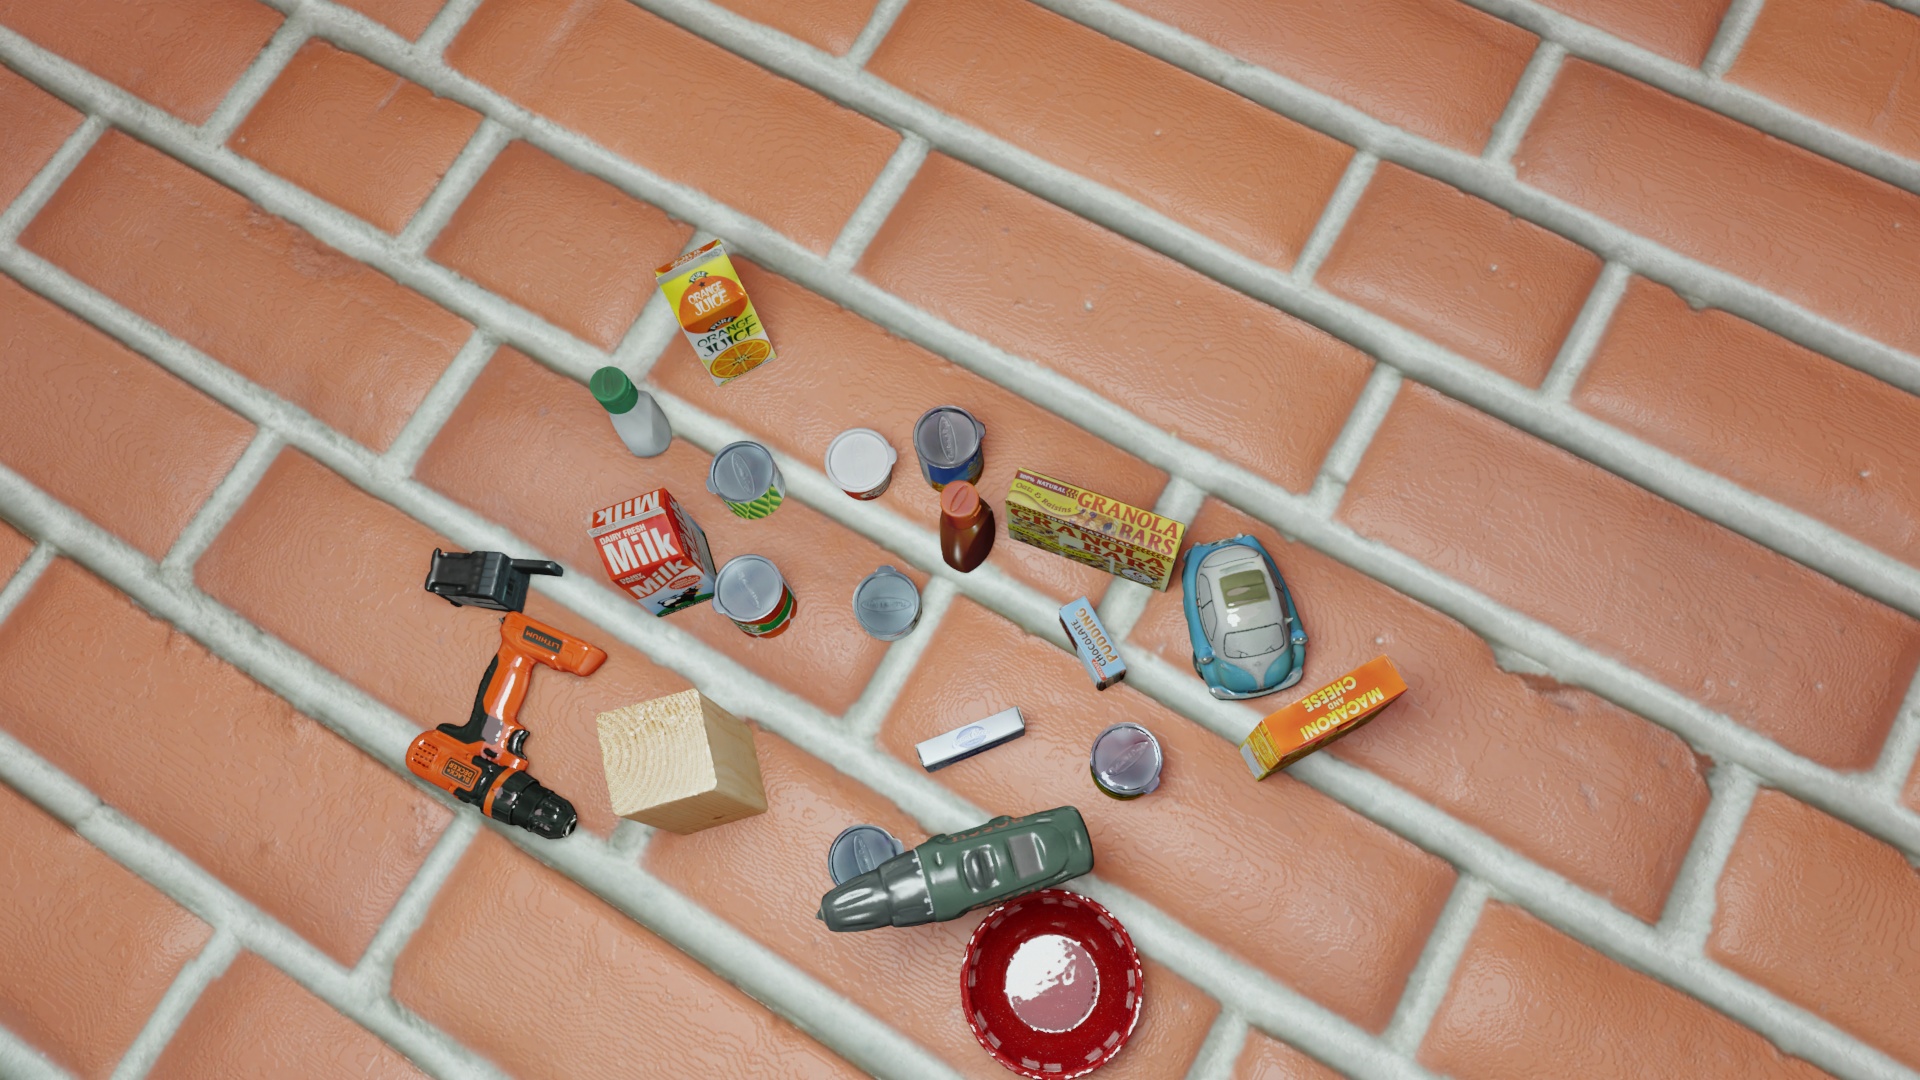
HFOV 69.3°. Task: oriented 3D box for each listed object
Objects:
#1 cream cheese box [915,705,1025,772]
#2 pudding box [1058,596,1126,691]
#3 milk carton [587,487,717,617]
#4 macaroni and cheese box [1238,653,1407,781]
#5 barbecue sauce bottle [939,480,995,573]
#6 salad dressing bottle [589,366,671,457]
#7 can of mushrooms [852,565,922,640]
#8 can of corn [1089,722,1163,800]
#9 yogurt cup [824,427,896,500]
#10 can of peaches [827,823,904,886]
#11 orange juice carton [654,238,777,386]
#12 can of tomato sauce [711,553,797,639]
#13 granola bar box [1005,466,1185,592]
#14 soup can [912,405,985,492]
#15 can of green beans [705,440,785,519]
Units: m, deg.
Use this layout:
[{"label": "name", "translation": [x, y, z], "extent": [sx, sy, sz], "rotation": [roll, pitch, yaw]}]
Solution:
[{"label": "cream cheese box", "translation": [0.011, 0.189, 1.313], "extent": [0.104, 0.053, 0.024], "rotation": [-21, 73, -3]}, {"label": "pudding box", "translation": [0.126, 0.099, 1.335], "extent": [0.030, 0.049, 0.084], "rotation": [-28, 73, -4]}, {"label": "milk carton", "translation": [-0.290, 0.008, 1.319], "extent": [0.072, 0.190, 0.073], "rotation": [-19, 73, -2]}, {"label": "macaroni and cheese box", "translation": [0.320, 0.162, 1.241], "extent": [0.124, 0.166, 0.040], "rotation": [-27, 73, -4]}, {"label": "barbecue sauce bottle", "translation": [0.005, -0.017, 1.328], "extent": [0.044, 0.148, 0.065], "rotation": [28, 77, 12]}, {"label": "salad dressing bottle", "translation": [-0.329, -0.129, 1.386], "extent": [0.044, 0.147, 0.064], "rotation": [-8, 73, 2]}, {"label": "can of mushrooms", "translation": [-0.071, 0.062, 1.369], "extent": [0.071, 0.033, 0.071], "rotation": [-1, 73, 4]}, {"label": "can of corn", "translation": [0.155, 0.209, 1.294], "extent": [0.071, 0.058, 0.071], "rotation": [-1, 73, 4]}, {"label": "yogurt cup", "translation": [-0.100, -0.074, 1.402], "extent": [0.072, 0.053, 0.072], "rotation": [-1, 73, 4]}, {"label": "can of peaches", "translation": [-0.083, 0.297, 1.284], "extent": [0.071, 0.058, 0.071], "rotation": [-1, 73, 4]}, {"label": "orange juice carton", "translation": [-0.247, -0.234, 1.390], "extent": [0.072, 0.192, 0.073], "rotation": [-27, 73, -4]}, {"label": "can of tomato sauce", "translation": [-0.200, 0.057, 1.353], "extent": [0.071, 0.083, 0.071], "rotation": [-1, 73, 4]}, {"label": "granola bar box", "translation": [0.128, -0.009, 1.330], "extent": [0.166, 0.124, 0.039], "rotation": [20, 76, 10]}, {"label": "soup can", "translation": [-0.008, -0.089, 1.385], "extent": [0.071, 0.083, 0.071], "rotation": [-1, 73, 4]}, {"label": "can of green beans", "translation": [-0.215, -0.060, 1.404], "extent": [0.071, 0.057, 0.071], "rotation": [-1, 73, 4]}]
